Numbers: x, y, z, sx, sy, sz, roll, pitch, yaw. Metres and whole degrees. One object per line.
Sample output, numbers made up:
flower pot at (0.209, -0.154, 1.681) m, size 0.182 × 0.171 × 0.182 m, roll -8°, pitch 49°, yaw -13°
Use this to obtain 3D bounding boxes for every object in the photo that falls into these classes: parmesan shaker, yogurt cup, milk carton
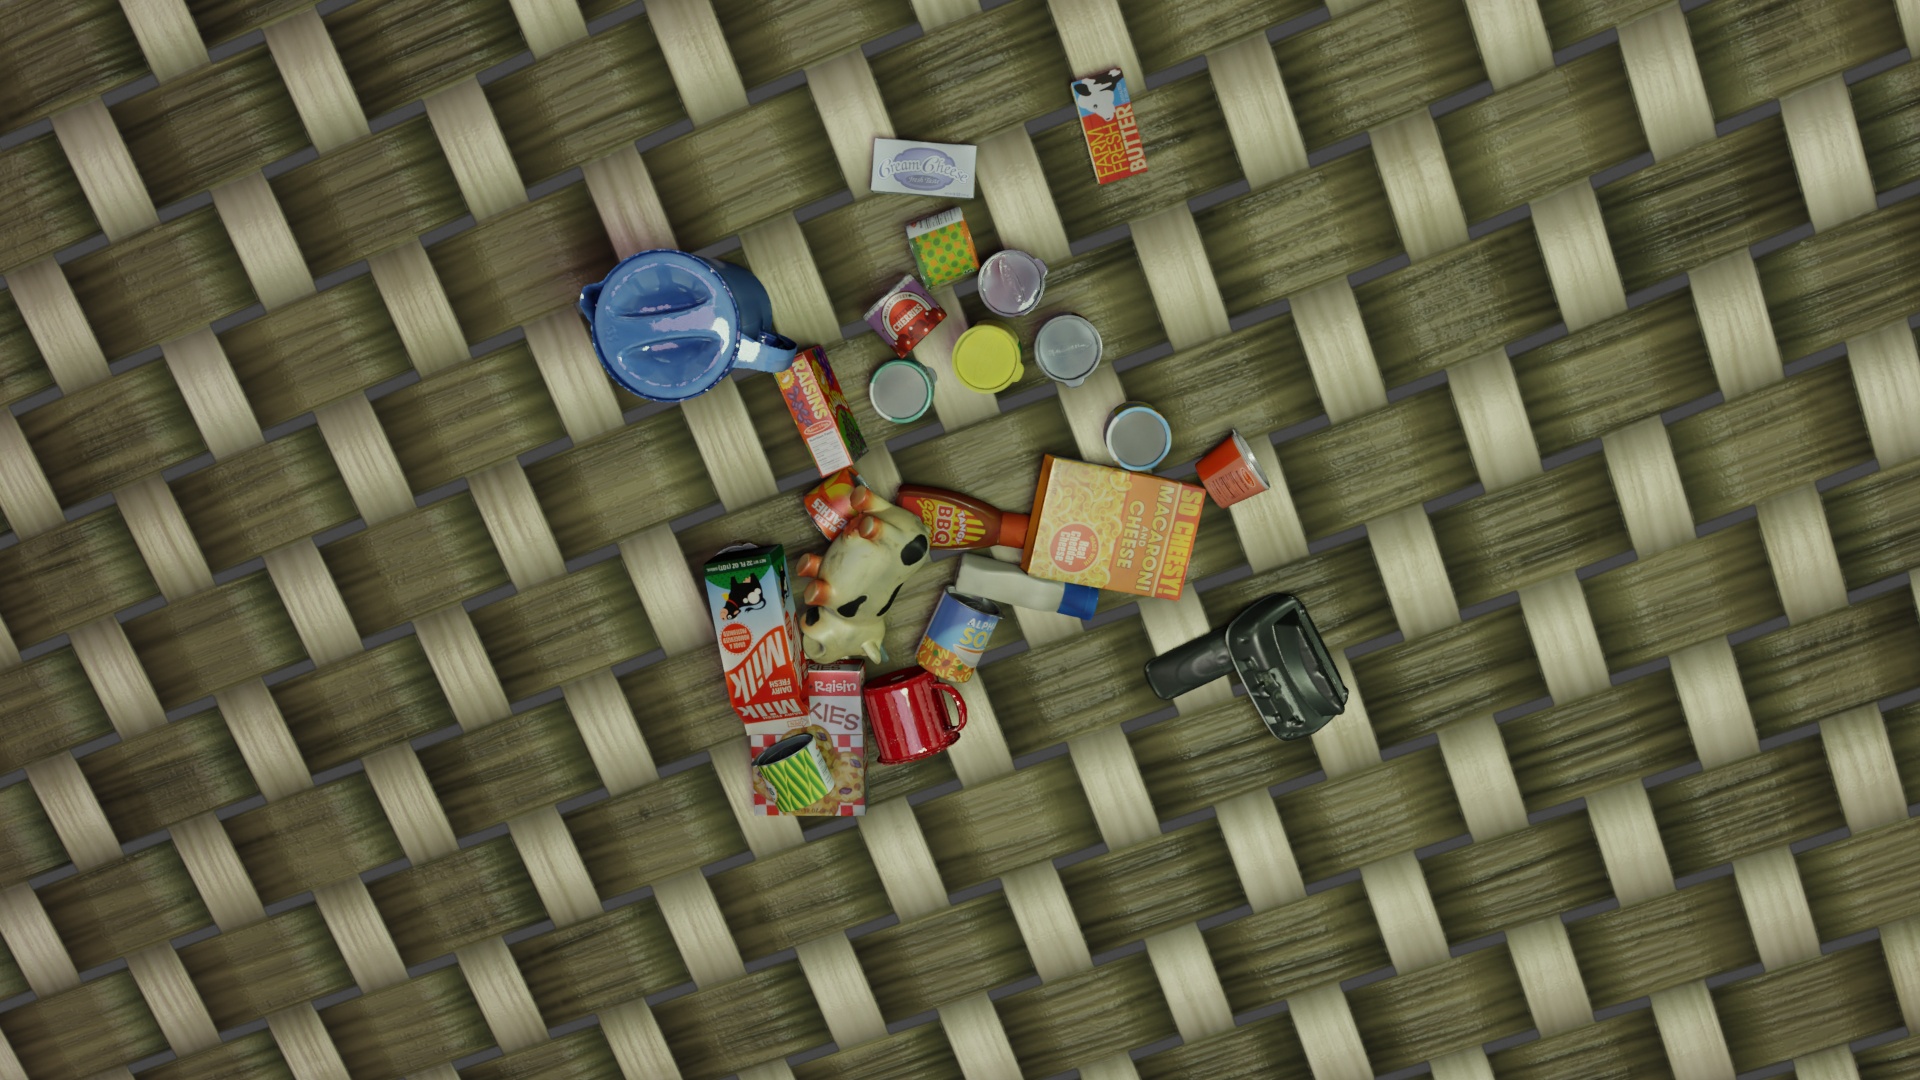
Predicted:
parmesan shaker at (0.030, -0.183, 1.384) m, size 0.071 × 0.103 × 0.071 m, roll 1°, pitch 102°, yaw 4°
yogurt cup at (0.276, -0.069, 1.415) m, size 0.054 × 0.072 × 0.072 m, roll -32°, pitch 98°, yaw 17°
milk carton at (-0.205, 0.105, 1.430) m, size 0.072 × 0.073 × 0.190 m, roll -9°, pitch 98°, yaw 4°

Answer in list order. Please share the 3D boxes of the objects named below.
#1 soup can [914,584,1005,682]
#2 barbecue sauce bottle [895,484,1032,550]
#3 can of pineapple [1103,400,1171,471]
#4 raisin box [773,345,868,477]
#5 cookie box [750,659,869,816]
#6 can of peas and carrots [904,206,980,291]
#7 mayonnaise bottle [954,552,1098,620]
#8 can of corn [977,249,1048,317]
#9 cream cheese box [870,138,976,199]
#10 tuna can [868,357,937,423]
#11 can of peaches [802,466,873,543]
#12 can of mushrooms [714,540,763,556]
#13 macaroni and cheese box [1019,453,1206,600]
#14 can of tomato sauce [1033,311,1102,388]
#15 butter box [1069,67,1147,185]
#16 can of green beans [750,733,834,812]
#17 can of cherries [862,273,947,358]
soup can at (-0.001, 0.100, 1.460) m, size 0.071 × 0.071 × 0.083 m, roll 24°, pitch 102°, yaw -2°
barbecue sauce bottle at (0.005, -0.018, 1.448) m, size 0.149 × 0.044 × 0.064 m, roll 8°, pitch 108°, yaw 1°
can of pineapple at (0.181, -0.107, 1.414) m, size 0.071 × 0.058 × 0.071 m, roll 1°, pitch 101°, yaw 3°
raisin box at (-0.142, -0.133, 1.412) m, size 0.040 × 0.086 × 0.123 m, roll -21°, pitch 100°, yaw 12°
cookie box at (-0.164, 0.213, 1.506) m, size 0.123 × 0.040 × 0.167 m, roll 0°, pitch 102°, yaw 3°
can of peas and carrots at (-0.016, -0.290, 1.385) m, size 0.059 × 0.071 × 0.071 m, roll -19°, pitch 100°, yaw 6°
mayonnaise bottle at (0.069, 0.049, 1.451) m, size 0.148 × 0.065 × 0.041 m, roll 14°, pitch 101°, yaw -3°
can of corn at (0.054, -0.259, 1.390) m, size 0.071 × 0.058 × 0.071 m, roll 1°, pitch 101°, yaw 3°
cream cheese box at (-0.036, -0.372, 1.390) m, size 0.104 × 0.024 × 0.053 m, roll 4°, pitch 100°, yaw 2°
tuna can at (-0.058, -0.156, 1.430) m, size 0.071 × 0.033 × 0.071 m, roll 1°, pitch 102°, yaw 3°
can of peaches at (-0.121, -0.036, 1.438) m, size 0.058 × 0.071 × 0.071 m, roll -35°, pitch 98°, yaw 8°
can of mushrooms at (-0.231, 0.032, 1.477) m, size 0.071 × 0.033 × 0.071 m, roll 1°, pitch 101°, yaw 4°
macaroni and cheese box at (0.156, -0.013, 1.423) m, size 0.166 × 0.040 × 0.123 m, roll 10°, pitch 99°, yaw -14°
can of tomato sauce at (0.107, -0.192, 1.388) m, size 0.071 × 0.083 × 0.071 m, roll 1°, pitch 102°, yaw 3°
butter box at (0.147, -0.408, 1.373) m, size 0.053 × 0.024 × 0.103 m, roll -16°, pitch 100°, yaw 7°
can of green beans at (-0.173, 0.244, 1.457) m, size 0.071 × 0.071 × 0.057 m, roll -22°, pitch 101°, yaw 7°
can of cherries at (-0.055, -0.225, 1.396) m, size 0.071 × 0.071 × 0.058 m, roll -42°, pitch 97°, yaw 10°
